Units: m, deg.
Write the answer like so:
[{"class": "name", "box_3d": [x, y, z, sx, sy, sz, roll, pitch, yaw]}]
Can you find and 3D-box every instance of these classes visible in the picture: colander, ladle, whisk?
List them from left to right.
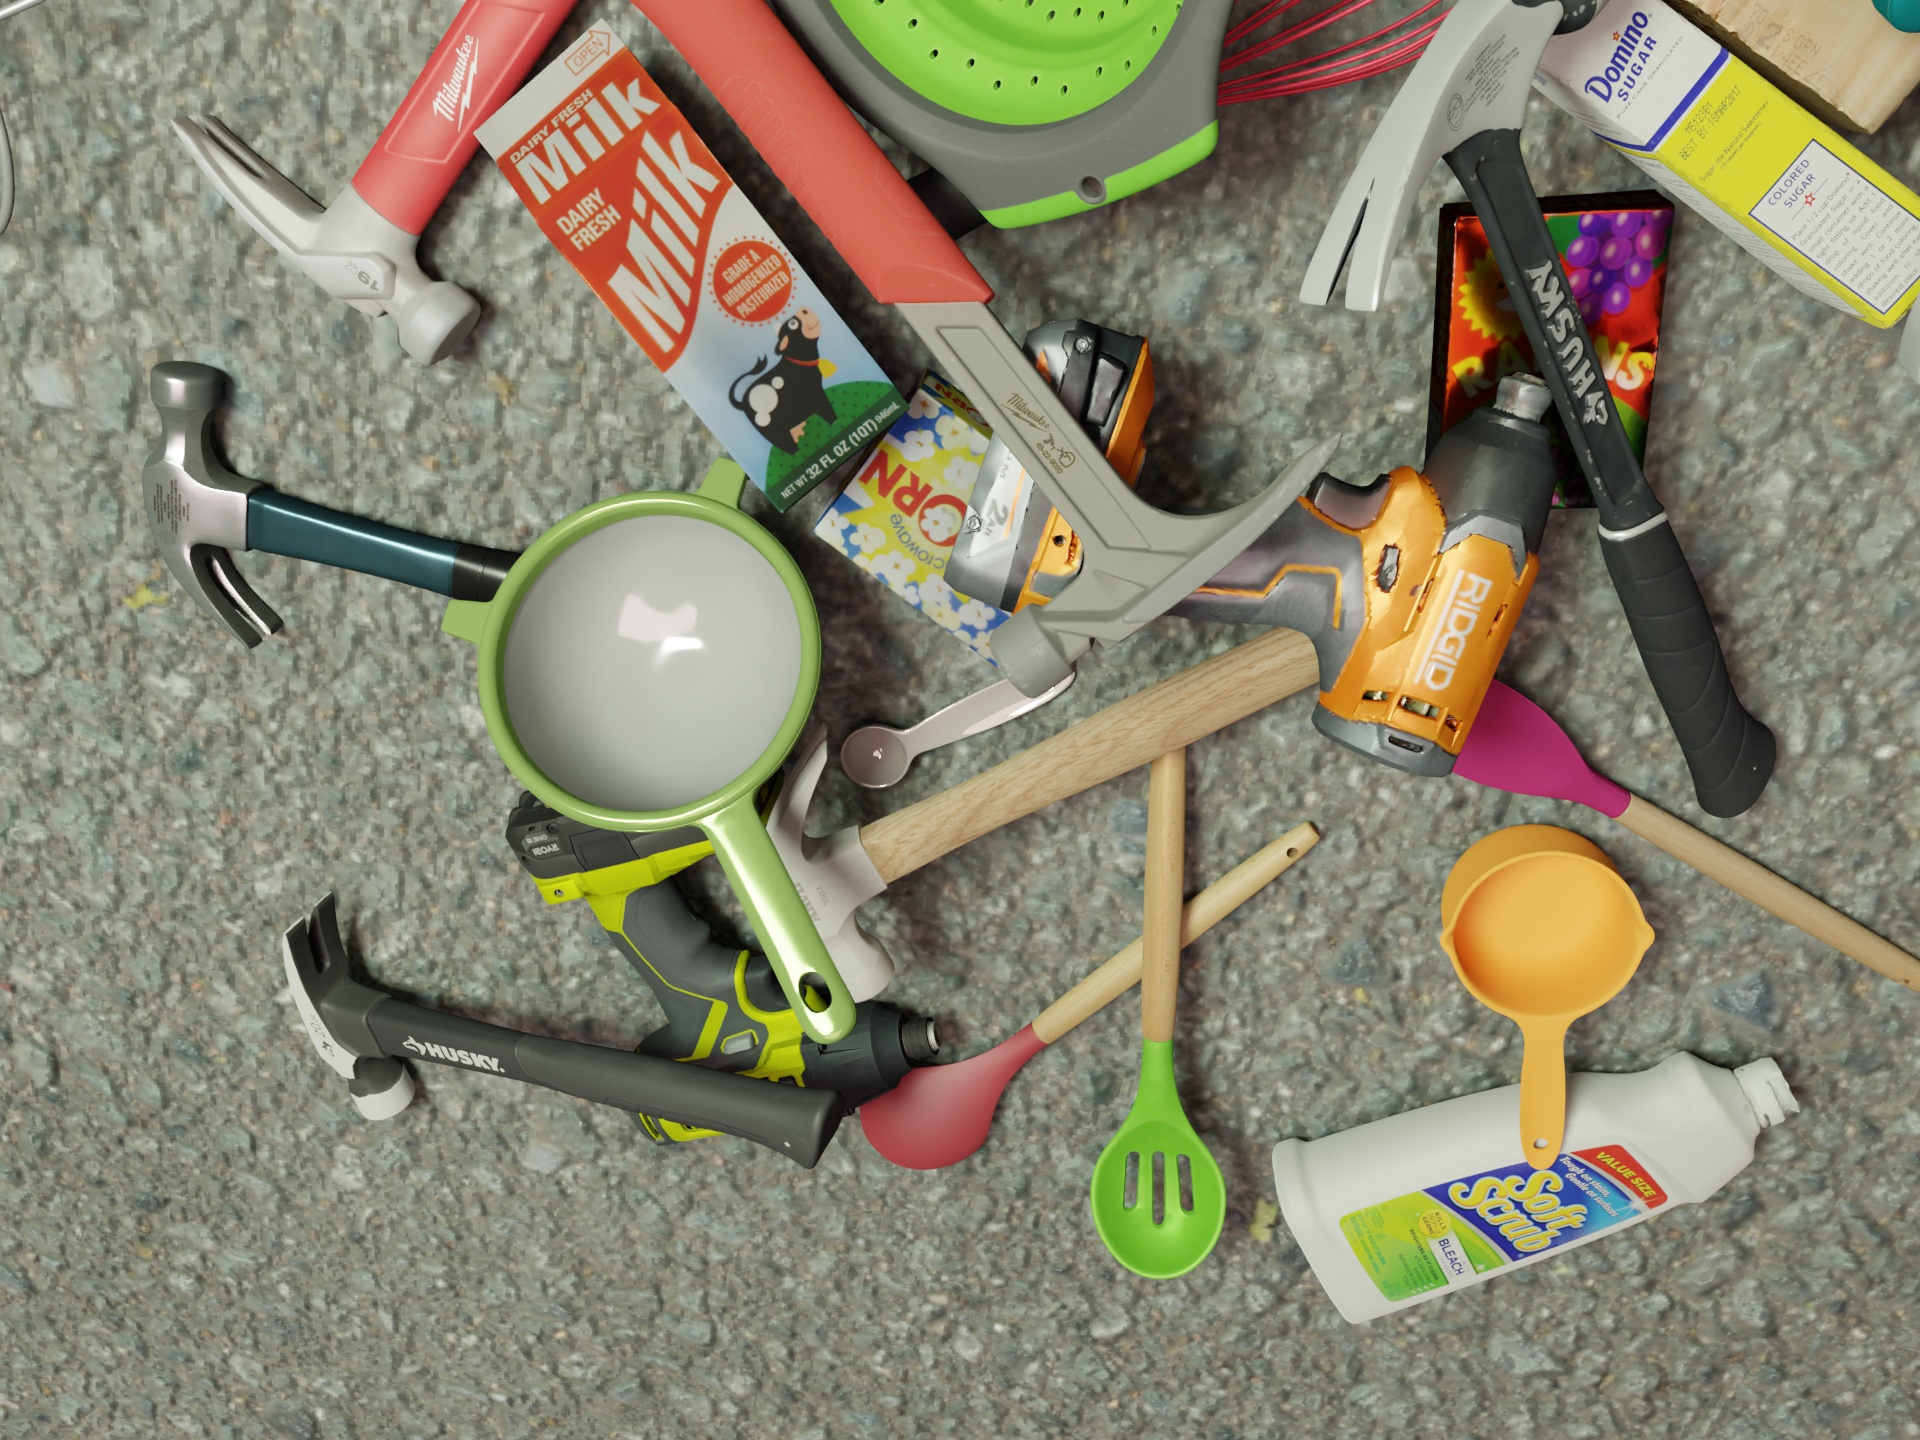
[{"class": "colander", "box_3d": [-0.010, -0.373, 0.528, 0.204, 0.094, 0.396, -5, 122, 42]}, {"class": "ladle", "box_3d": [0.062, 0.150, 0.835, 0.315, 0.031, 0.069, -41, 104, 21]}, {"class": "whisk", "box_3d": [0.079, -0.250, 0.627, 0.296, 0.073, 0.073, -21, 111, 23]}]

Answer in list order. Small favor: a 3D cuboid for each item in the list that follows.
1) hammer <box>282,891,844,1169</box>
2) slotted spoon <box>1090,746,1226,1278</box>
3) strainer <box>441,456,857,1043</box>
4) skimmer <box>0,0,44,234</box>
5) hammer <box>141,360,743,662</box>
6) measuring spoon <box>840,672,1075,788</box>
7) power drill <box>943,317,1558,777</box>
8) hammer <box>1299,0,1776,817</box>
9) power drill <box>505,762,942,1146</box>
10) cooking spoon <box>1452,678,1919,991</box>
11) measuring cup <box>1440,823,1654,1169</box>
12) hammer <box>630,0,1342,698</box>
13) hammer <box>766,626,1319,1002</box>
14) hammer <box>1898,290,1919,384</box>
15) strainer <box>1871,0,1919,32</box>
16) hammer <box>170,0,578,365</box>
[{"class": "hammer", "box_3d": [-0.207, 0.171, 0.809, 0.335, 0.035, 0.146, 5, 126, 26]}, {"class": "slotted spoon", "box_3d": [0.102, 0.134, 0.795, 0.070, 0.031, 0.313, 2, 106, 9]}, {"class": "strainer", "box_3d": [-0.106, 0.024, 0.698, 0.151, 0.069, 0.256, -28, 79, 0]}, {"class": "skimmer", "box_3d": [-0.323, -0.321, 0.658, 0.363, 0.090, 0.127, -24, 99, 7]}, {"class": "hammer", "box_3d": [-0.227, -0.070, 0.762, 0.331, 0.033, 0.128, 15, 115, 0]}, {"class": "measuring spoon", "box_3d": [-0.001, -0.002, 0.779, 0.124, 0.018, 0.034, -23, 112, 10]}, {"class": "power drill", "box_3d": [0.123, -0.087, 0.643, 0.226, 0.084, 0.164, 19, 104, -2]}, {"class": "hammer", "box_3d": [0.250, -0.084, 0.608, 0.149, 0.036, 0.408, -50, 129, -10]}, {"class": "power drill", "box_3d": [-0.119, 0.114, 0.815, 0.171, 0.080, 0.223, -14, 117, 14]}, {"class": "cooking spoon", "box_3d": [0.333, 0.052, 0.753, 0.318, 0.017, 0.068, 29, 146, -8]}, {"class": "measuring cup", "box_3d": [0.280, 0.133, 0.775, 0.095, 0.052, 0.173, -3, 110, 10]}, {"class": "hammer", "box_3d": [-0.024, -0.189, 0.580, 0.149, 0.037, 0.359, -38, 91, 15]}, {"class": "hammer", "box_3d": [0.061, 0.012, 0.728, 0.331, 0.031, 0.130, -26, 118, 5]}, {"class": "hammer", "box_3d": [0.528, -0.155, 0.560, 0.405, 0.035, 0.144, 4, 139, -13]}, {"class": "strainer", "box_3d": [0.446, -0.271, 0.516, 0.340, 0.095, 0.210, -7, 139, -2]}, {"class": "hammer", "box_3d": [-0.163, -0.329, 0.628, 0.143, 0.038, 0.386, 41, 114, -10]}]
